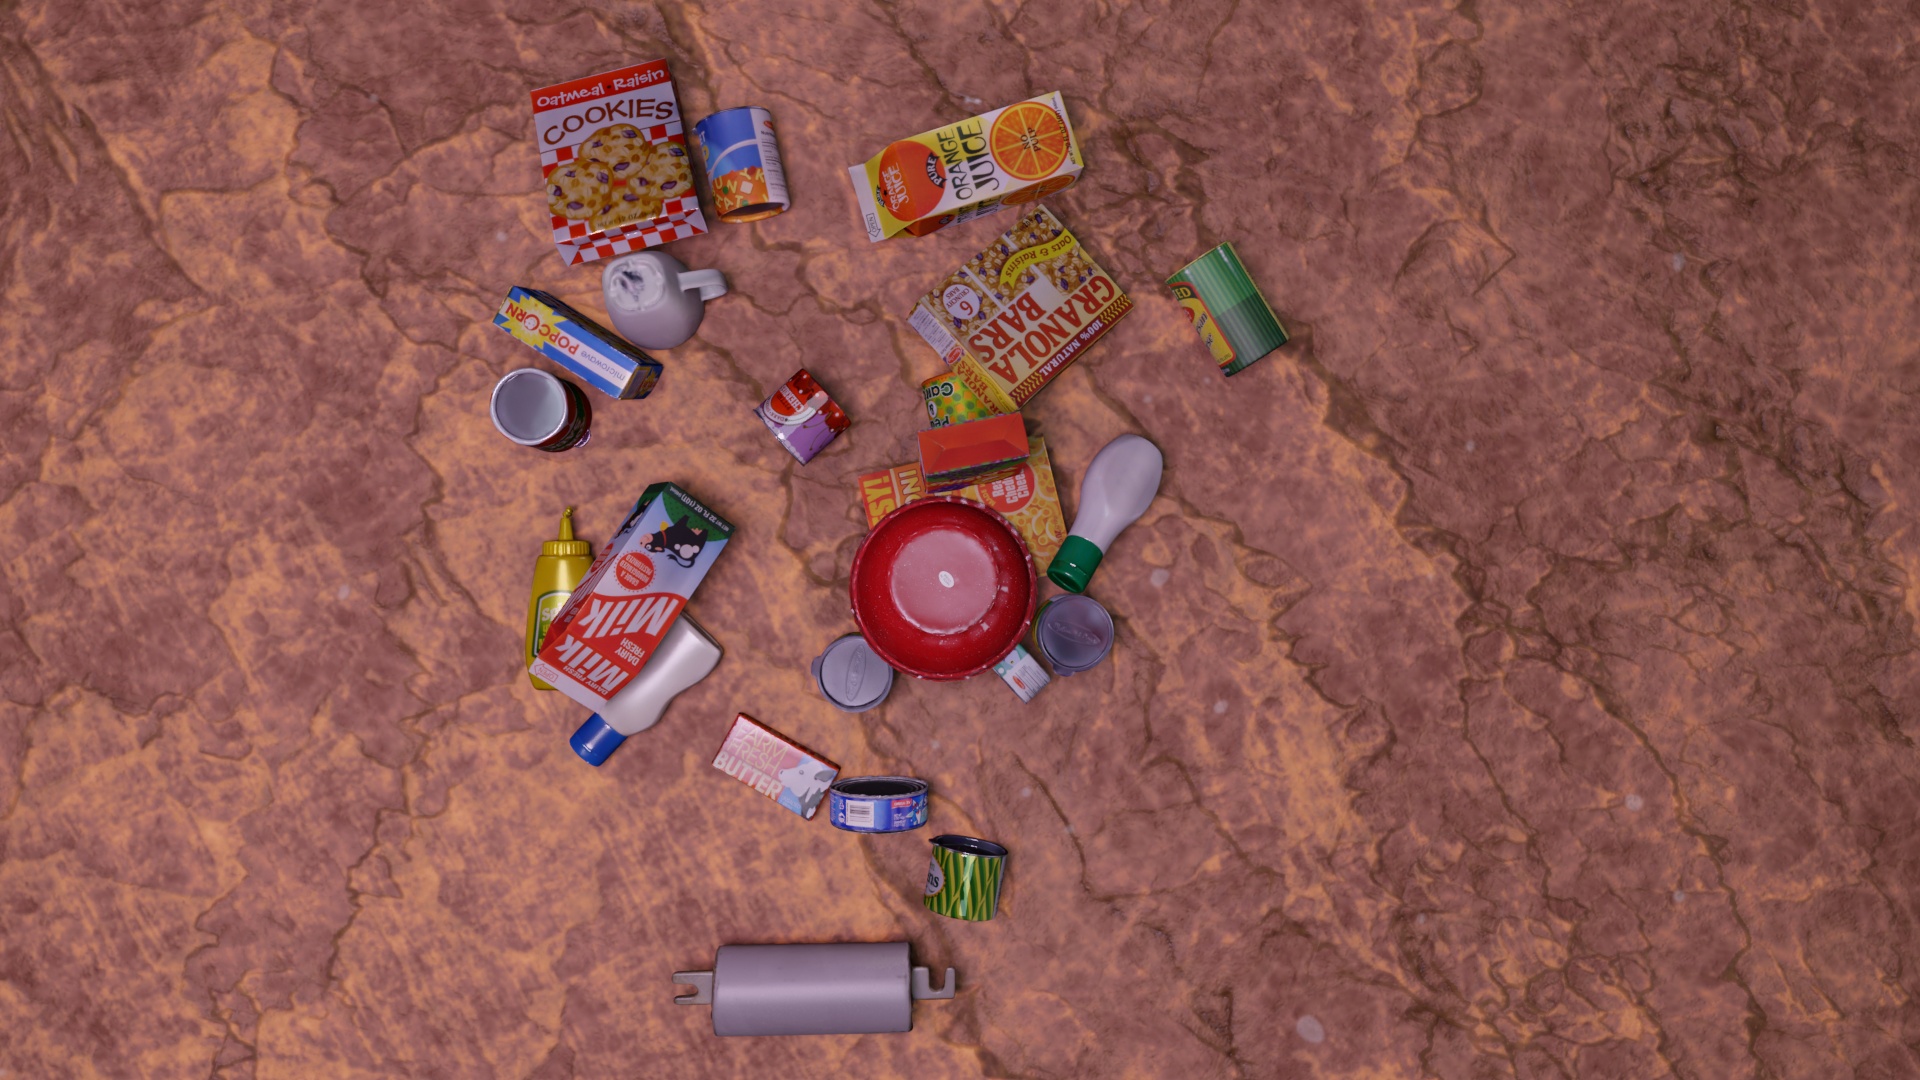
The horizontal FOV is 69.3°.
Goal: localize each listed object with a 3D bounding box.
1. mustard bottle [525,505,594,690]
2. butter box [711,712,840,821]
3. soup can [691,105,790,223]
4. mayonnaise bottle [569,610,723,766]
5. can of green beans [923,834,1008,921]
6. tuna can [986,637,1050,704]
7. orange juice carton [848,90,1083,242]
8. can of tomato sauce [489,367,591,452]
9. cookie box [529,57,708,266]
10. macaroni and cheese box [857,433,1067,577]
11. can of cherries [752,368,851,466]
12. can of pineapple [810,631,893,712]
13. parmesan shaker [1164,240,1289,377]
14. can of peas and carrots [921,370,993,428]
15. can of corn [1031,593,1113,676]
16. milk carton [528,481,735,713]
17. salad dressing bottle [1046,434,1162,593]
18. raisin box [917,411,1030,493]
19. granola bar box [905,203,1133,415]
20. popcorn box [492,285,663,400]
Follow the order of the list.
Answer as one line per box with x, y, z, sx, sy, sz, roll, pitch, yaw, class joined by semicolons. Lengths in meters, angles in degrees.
-0.344;0.050;1.206;0.065;0.049;0.160;-1;90;-7;mustard bottle
-0.163;0.199;1.224;0.103;0.024;0.053;30;89;-2;butter box
-0.191;-0.325;1.210;0.071;0.071;0.083;-12;90;-2;soup can
-0.278;0.132;1.213;0.065;0.041;0.148;44;89;-1;mayonnaise bottle
0.004;0.293;1.209;0.071;0.071;0.058;10;90;-2;can of green beans
0.045;0.107;1.215;0.033;0.071;0.071;-42;91;-3;tuna can
0.003;-0.322;1.214;0.193;0.073;0.072;-18;90;-2;orange juice carton
-0.358;-0.110;1.191;0.071;0.083;0.071;0;89;-2;can of tomato sauce
-0.293;-0.325;1.189;0.123;0.040;0.168;-15;67;-3;cookie box
0.004;-0.015;1.226;0.166;0.040;0.123;-13;89;-3;macaroni and cheese box
-0.138;-0.108;1.206;0.058;0.071;0.071;-41;91;-2;can of cherries
-0.092;0.113;1.212;0.071;0.058;0.071;0;89;-2;can of pineapple
0.235;-0.203;1.222;0.071;0.071;0.103;-32;91;-2;parmesan shaker
0.001;-0.117;1.213;0.071;0.071;0.058;-12;89;-2;can of peas and carrots
0.096;0.082;1.219;0.071;0.058;0.071;0;90;-2;can of corn
-0.278;0.047;1.167;0.072;0.073;0.191;37;73;-22;milk carton
0.124;-0.023;1.206;0.064;0.044;0.148;39;67;-18;salad dressing bottle
0.009;-0.071;1.145;0.086;0.123;0.040;-12;86;-3;raisin box
0.054;-0.198;1.198;0.124;0.039;0.166;47;62;-1;granola bar box
-0.325;-0.168;1.191;0.127;0.085;0.038;32;97;-2;popcorn box
